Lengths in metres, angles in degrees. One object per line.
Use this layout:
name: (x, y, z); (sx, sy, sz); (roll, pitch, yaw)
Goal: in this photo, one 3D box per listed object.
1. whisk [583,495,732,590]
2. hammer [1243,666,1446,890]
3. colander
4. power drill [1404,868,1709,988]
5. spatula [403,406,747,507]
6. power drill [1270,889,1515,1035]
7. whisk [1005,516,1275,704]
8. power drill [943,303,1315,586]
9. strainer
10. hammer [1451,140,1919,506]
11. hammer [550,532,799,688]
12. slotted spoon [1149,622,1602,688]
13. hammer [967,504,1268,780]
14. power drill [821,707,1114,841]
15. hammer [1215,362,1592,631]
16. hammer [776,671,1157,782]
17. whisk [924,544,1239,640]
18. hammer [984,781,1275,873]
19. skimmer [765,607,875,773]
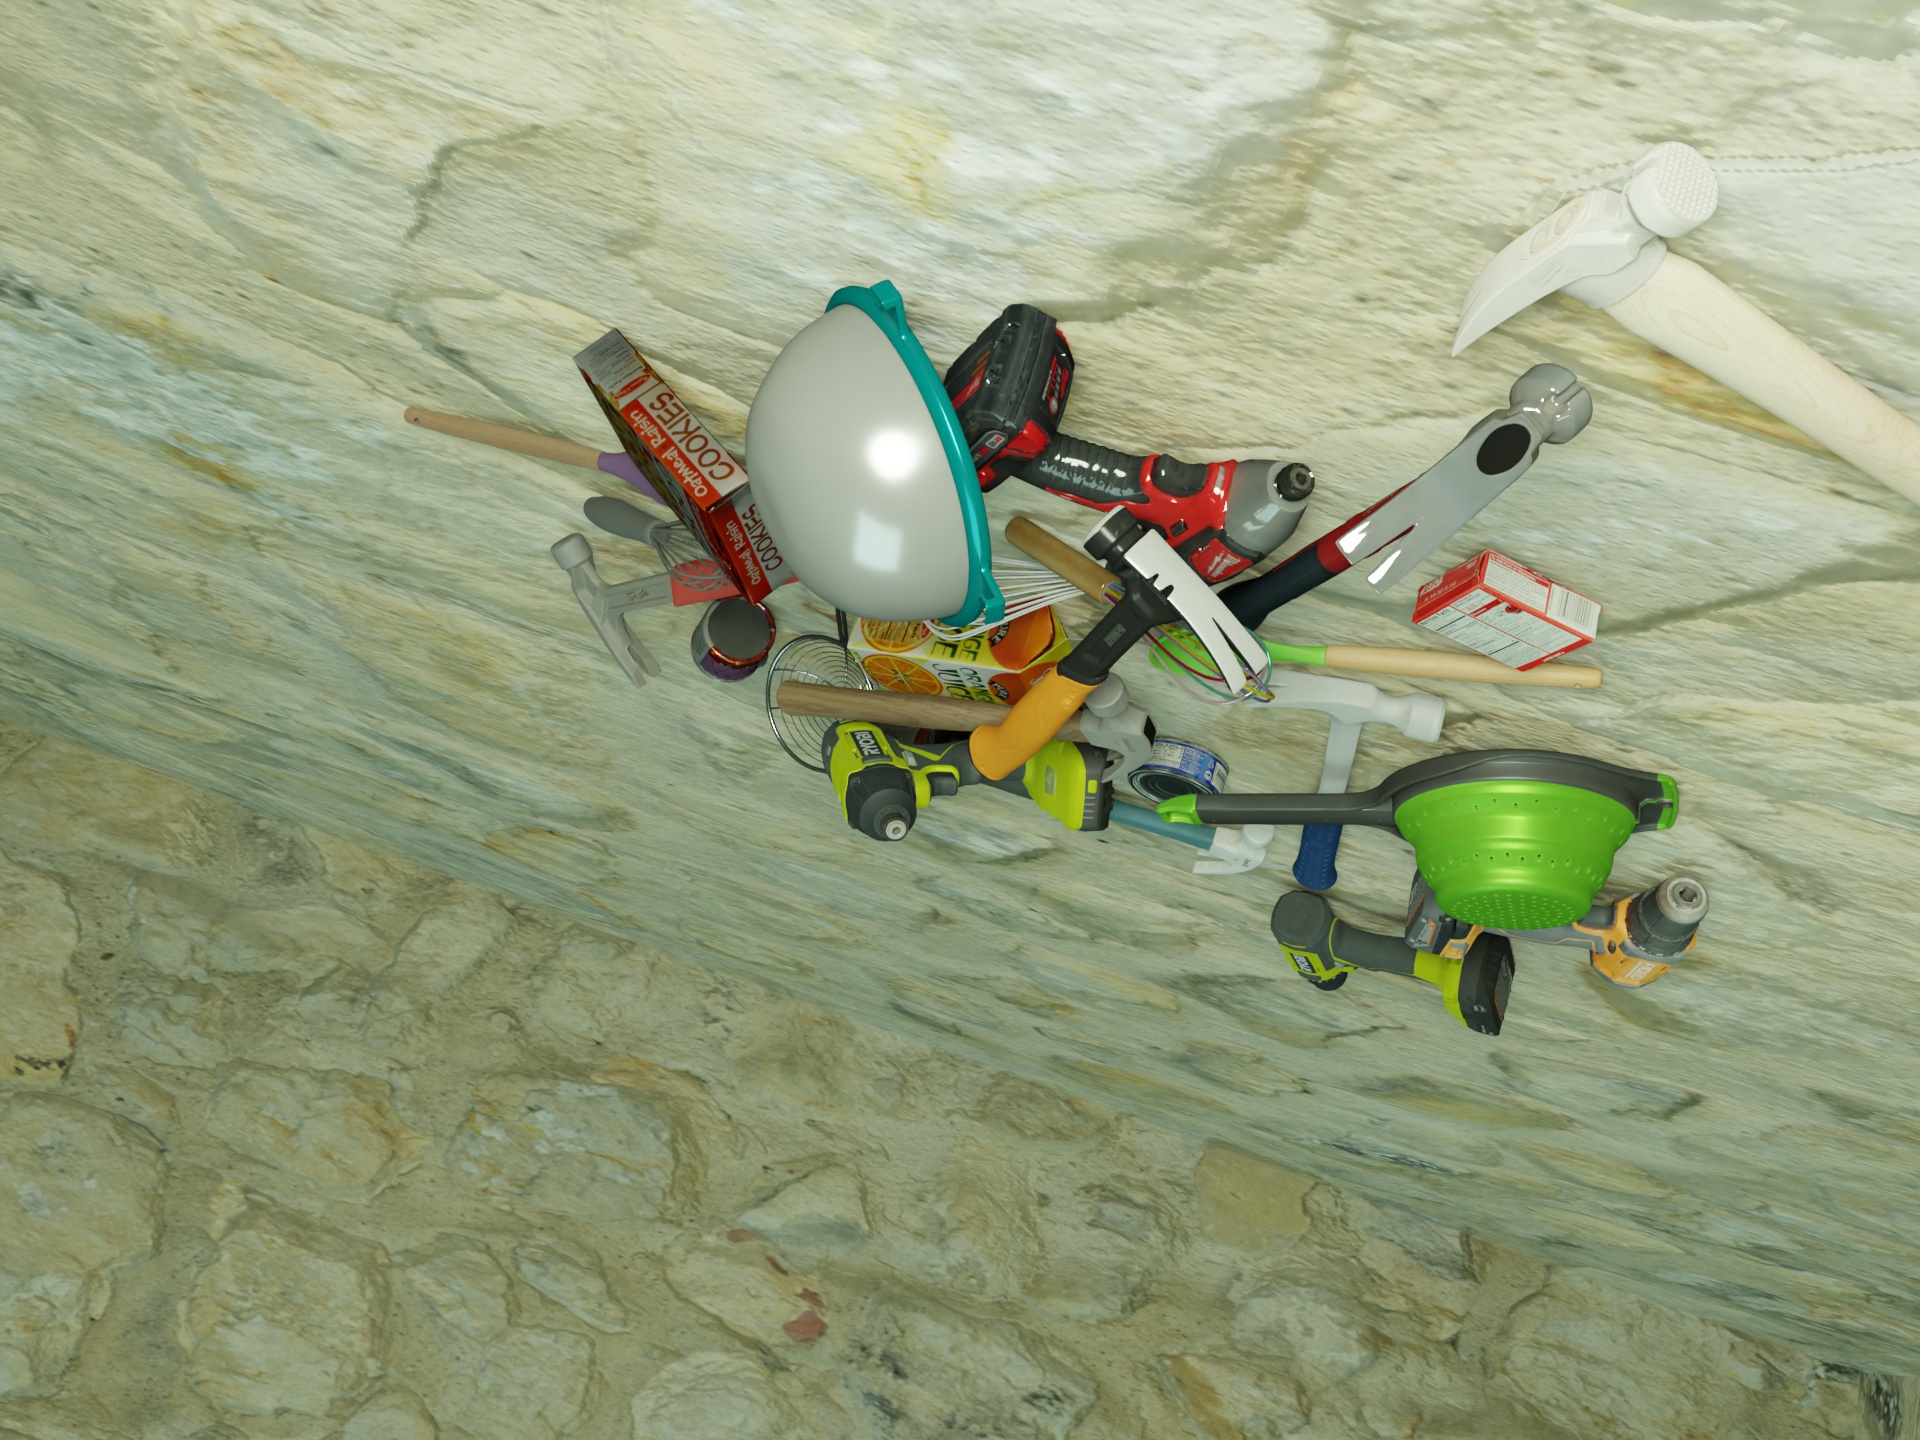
whisk: (-0.237, -0.143, 1.231); (0.239, 0.055, 0.055); (25, 170, 49)
hammer: (0.307, 0.061, 1.344); (0.144, 0.035, 0.405); (14, 158, 14)
colander: (0.345, 0.103, 1.241); (0.397, 0.095, 0.204); (-1, 156, 23)
power drill: (0.510, 0.163, 1.362); (0.226, 0.084, 0.185); (11, 157, 10)
spatula: (-0.298, -0.207, 1.224); (0.316, 0.018, 0.059); (15, 123, 19)
power drill: (0.445, 0.253, 1.641); (0.229, 0.080, 0.190); (11, 157, 29)
whisk: (0.113, -0.077, 1.048); (0.245, 0.047, 0.051); (38, 135, 36)
power drill: (0.098, -0.154, 0.952); (0.219, 0.079, 0.143); (23, 160, -18)
strainer: (-0.093, -0.145, 0.997); (0.340, 0.095, 0.211); (14, 125, 68)
hammer: (0.436, -0.131, 0.766); (0.410, 0.038, 0.146); (25, 160, -15)
hammer: (-0.206, -0.105, 1.291); (0.359, 0.037, 0.149); (-4, 122, 49)
slotted spoon: (0.286, -0.043, 1.124); (0.314, 0.031, 0.070); (6, 155, 26)
hammer: (0.079, -0.019, 1.058); (0.127, 0.034, 0.336); (47, 153, 2)
power drill: (0.008, 0.048, 1.323); (0.223, 0.080, 0.171); (-4, -157, -15)
hammer: (0.206, -0.088, 0.913); (0.038, 0.143, 0.386); (51, 168, 0)
hammer: (-0.002, -0.004, 1.252); (0.331, 0.031, 0.129); (5, 154, 30)
whisk: (0.073, -0.098, 1.134); (0.285, 0.070, 0.070); (-4, 149, 37)
hammer: (0.134, 0.082, 1.548); (0.331, 0.033, 0.128); (17, 158, 8)
skimmer: (-0.122, -0.069, 1.321); (0.127, 0.090, 0.363); (47, 163, 17)
